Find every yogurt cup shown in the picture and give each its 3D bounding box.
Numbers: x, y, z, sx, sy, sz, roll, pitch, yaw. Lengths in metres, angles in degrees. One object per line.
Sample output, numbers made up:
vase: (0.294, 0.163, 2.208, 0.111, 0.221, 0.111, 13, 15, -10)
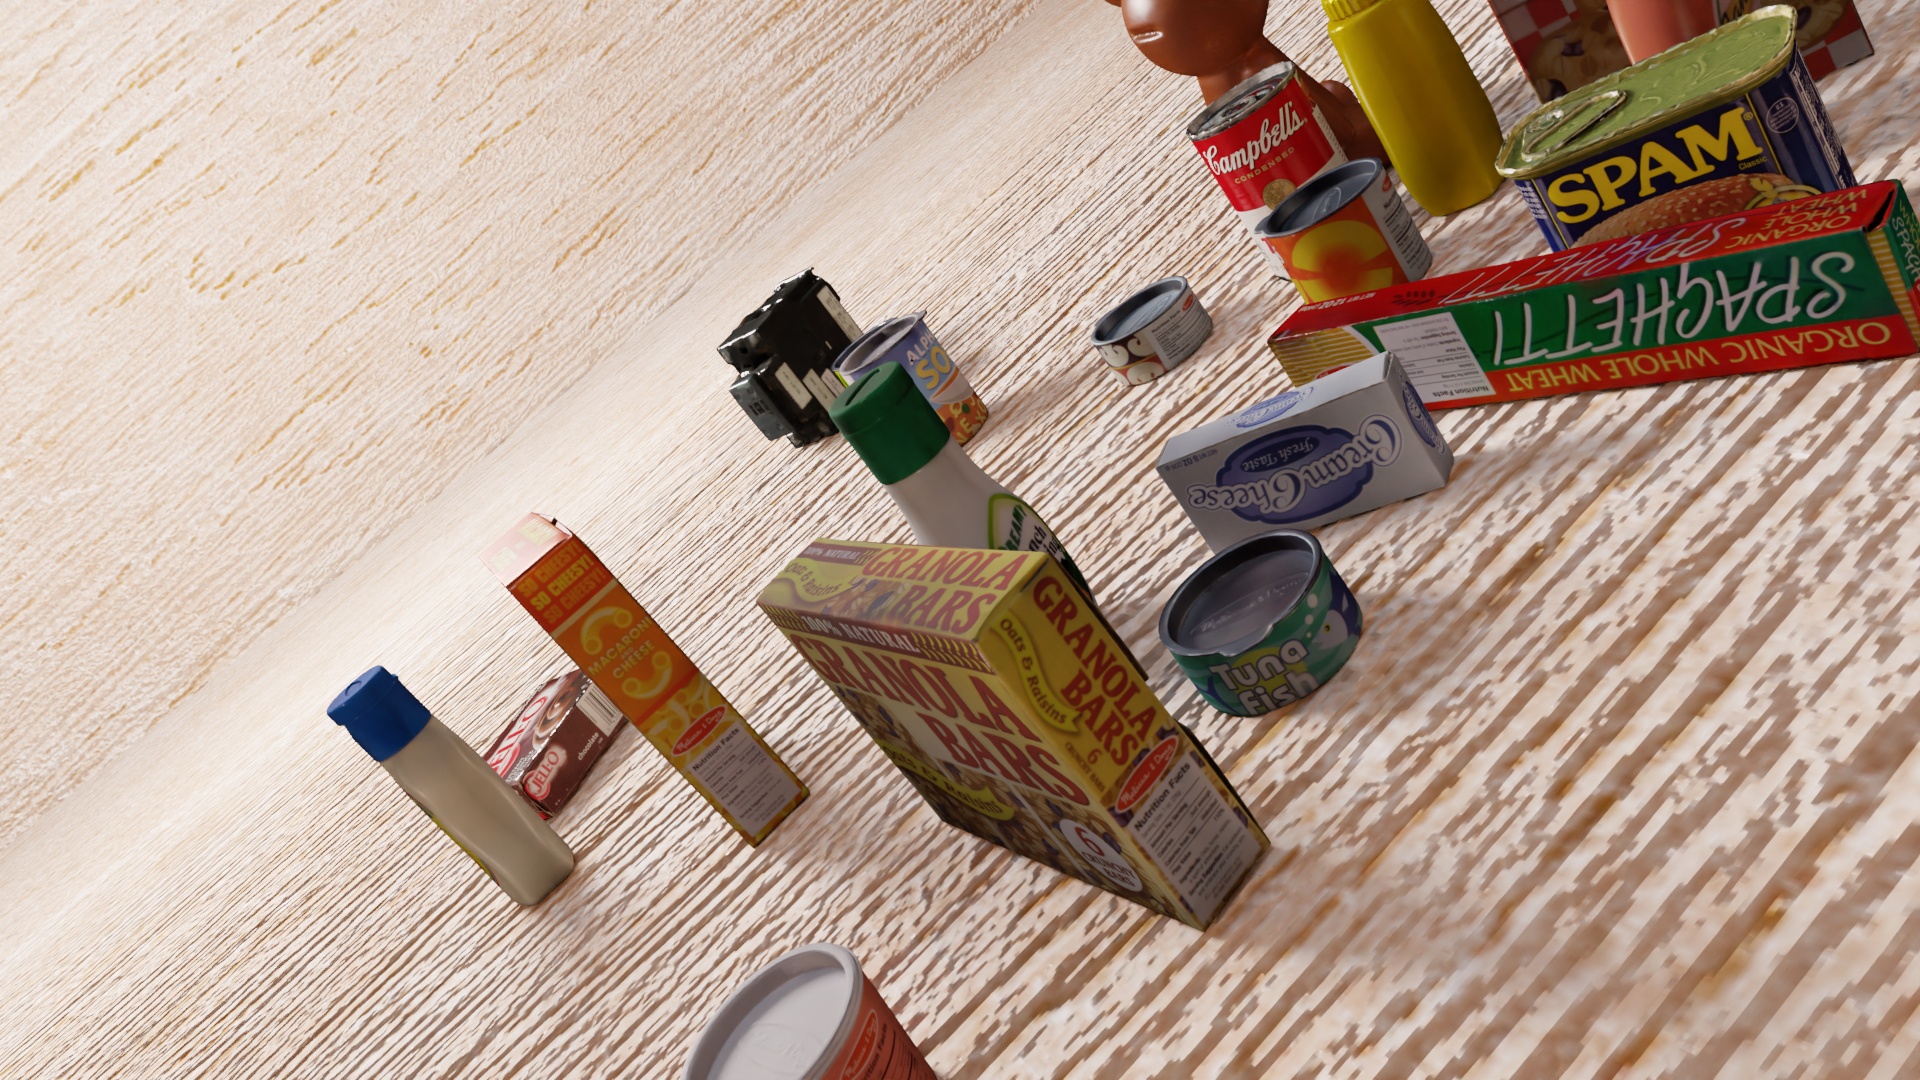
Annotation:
yogurt cup: (-0.043, 0.166, 0.423, 0.072, 0.054, 0.073, -32, 21, 14)

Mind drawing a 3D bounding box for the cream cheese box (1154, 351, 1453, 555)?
cream cheese box: (0.136, -0.032, 0.553, 0.103, 0.053, 0.024, -22, 26, 37)

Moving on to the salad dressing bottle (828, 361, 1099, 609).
salad dressing bottle: (0.002, -0.007, 0.587, 0.044, 0.147, 0.064, -20, 26, 40)

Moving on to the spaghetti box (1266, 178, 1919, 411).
spaghetti box: (0.222, -0.080, 0.520, 0.029, 0.050, 0.250, -47, 22, -24)

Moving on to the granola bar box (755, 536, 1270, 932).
granola bar box: (0.010, 0.057, 0.469, 0.039, 0.124, 0.165, -46, 22, -20)

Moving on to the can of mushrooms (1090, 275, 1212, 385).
can of mushrooms: (0.112, -0.124, 0.820, 0.071, 0.033, 0.071, -32, 21, 14)

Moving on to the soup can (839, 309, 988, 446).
soup can: (-0.028, -0.102, 0.932, 0.071, 0.083, 0.071, -33, 21, 14)

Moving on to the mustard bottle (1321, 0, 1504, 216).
mustard bottle: (0.225, -0.245, 0.710, 0.048, 0.160, 0.066, -20, 27, 40)

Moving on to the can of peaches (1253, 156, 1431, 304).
can of peaches: (0.194, -0.150, 0.705, 0.071, 0.058, 0.071, -32, 21, 14)

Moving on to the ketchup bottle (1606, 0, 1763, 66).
ketchup bottle: (0.287, -0.211, 0.550, 0.065, 0.148, 0.043, -49, 23, -27)

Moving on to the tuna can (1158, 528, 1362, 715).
tuna can: (0.107, 0.030, 0.497, 0.071, 0.032, 0.071, -32, 21, 14)

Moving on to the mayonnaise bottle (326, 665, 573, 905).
mayonnaise bottle: (-0.271, 0.131, 0.742, 0.041, 0.147, 0.064, -46, 21, -20)

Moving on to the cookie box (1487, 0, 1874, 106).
cookie box: (0.297, -0.256, 0.604, 0.122, 0.167, 0.040, -25, 24, 32)

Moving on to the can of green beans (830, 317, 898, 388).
can of green beans: (-0.057, -0.131, 1.081, 0.071, 0.057, 0.071, -32, 21, 14)

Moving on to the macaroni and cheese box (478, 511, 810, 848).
macaroni and cheese box: (-0.155, 0.062, 0.670, 0.040, 0.166, 0.124, -43, 21, -14)
